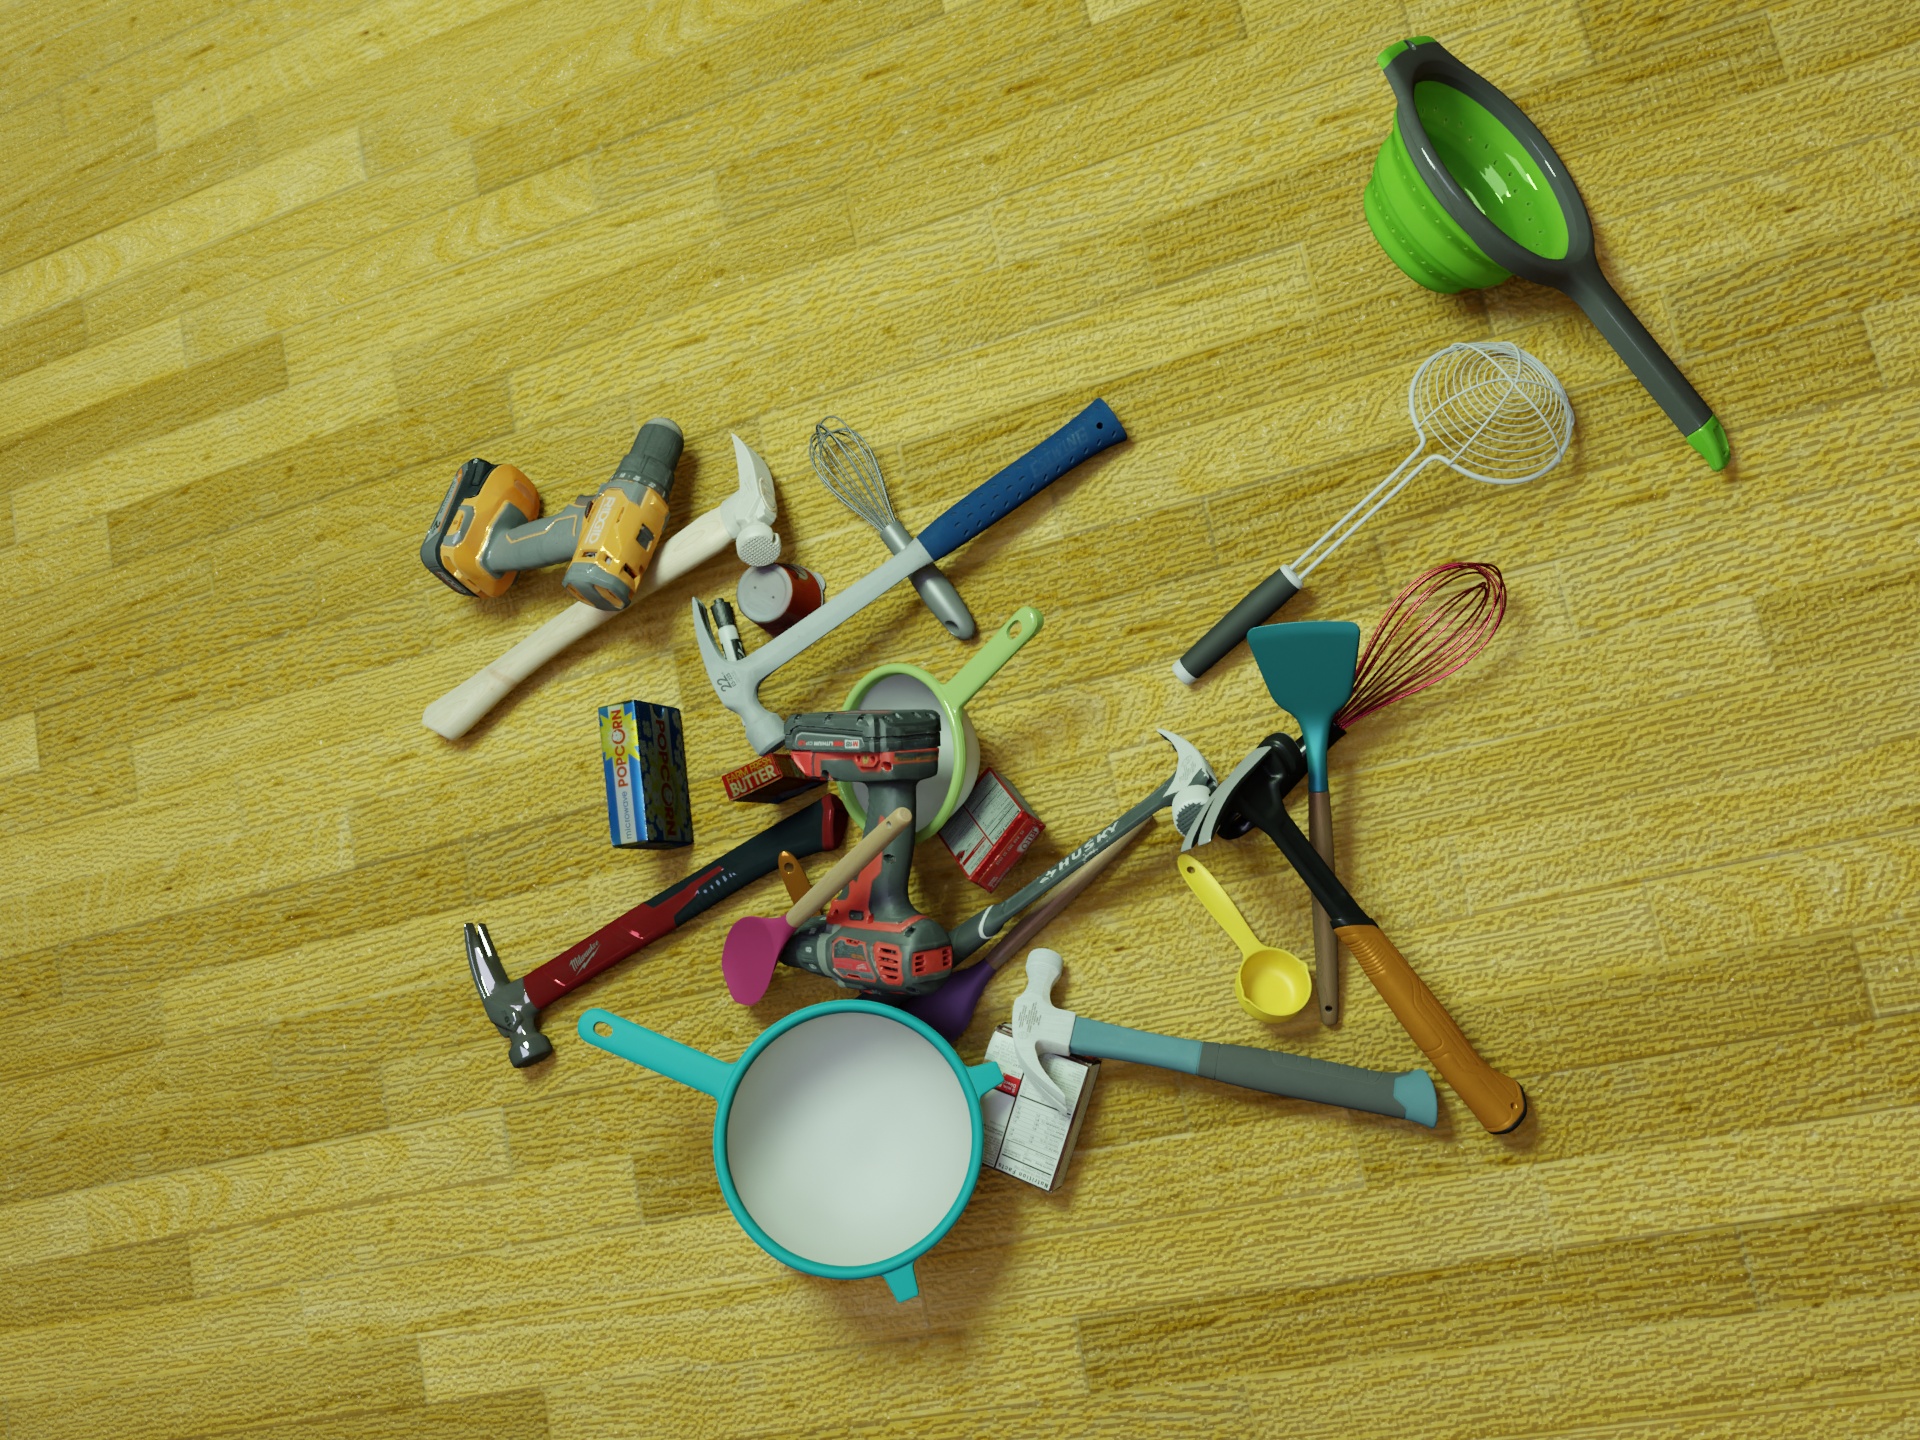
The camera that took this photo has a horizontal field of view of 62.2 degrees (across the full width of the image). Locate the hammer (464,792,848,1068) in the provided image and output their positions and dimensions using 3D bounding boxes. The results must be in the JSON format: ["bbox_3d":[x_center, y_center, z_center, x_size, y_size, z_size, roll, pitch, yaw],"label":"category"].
[{"bbox_3d":[-0.271,0.158,1.416,0.386,0.038,0.143,-31,74,13],"label":"hammer"}]

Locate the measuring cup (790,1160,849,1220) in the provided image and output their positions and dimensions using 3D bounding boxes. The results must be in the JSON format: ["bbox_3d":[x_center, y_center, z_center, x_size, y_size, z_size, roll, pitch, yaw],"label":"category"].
[{"bbox_3d":[-0.144,0.372,1.342,0.095,0.052,0.174,-24,79,15],"label":"measuring cup"}]

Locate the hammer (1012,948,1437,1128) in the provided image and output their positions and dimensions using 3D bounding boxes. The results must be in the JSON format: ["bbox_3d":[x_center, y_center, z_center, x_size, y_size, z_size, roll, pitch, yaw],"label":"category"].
[{"bbox_3d":[0.200,0.263,1.233,0.331,0.033,0.128,8,53,14],"label":"hammer"}]

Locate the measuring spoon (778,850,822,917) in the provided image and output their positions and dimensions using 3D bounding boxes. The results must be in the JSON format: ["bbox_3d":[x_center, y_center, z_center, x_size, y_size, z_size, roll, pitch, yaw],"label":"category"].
[{"bbox_3d":[-0.130,0.166,1.362,0.021,0.011,0.117,-21,98,8],"label":"measuring spoon"}]

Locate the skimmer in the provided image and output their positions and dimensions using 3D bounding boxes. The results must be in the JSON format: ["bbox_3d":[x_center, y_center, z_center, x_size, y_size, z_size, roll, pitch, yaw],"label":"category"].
[{"bbox_3d":[0.316,-0.153,1.260,0.363,0.090,0.127,-43,73,20],"label":"skimmer"}]

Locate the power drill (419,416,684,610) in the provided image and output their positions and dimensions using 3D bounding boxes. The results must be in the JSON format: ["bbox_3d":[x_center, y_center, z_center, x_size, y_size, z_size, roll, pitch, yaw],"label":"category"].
[{"bbox_3d":[-0.359,-0.192,1.436,0.226,0.084,0.185,4,64,29],"label":"power drill"}]

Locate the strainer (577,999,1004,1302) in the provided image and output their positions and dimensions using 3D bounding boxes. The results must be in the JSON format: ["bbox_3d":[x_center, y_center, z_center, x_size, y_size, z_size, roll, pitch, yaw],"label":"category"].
[{"bbox_3d":[-0.146,0.311,1.285,0.340,0.095,0.211,22,76,7],"label":"strainer"}]

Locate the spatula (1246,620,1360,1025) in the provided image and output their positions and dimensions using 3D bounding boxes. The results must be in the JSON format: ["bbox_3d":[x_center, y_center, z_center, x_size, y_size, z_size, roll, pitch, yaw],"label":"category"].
[{"bbox_3d":[0.270,0.081,1.207,0.082,0.044,0.317,-3,98,17],"label":"spatula"}]

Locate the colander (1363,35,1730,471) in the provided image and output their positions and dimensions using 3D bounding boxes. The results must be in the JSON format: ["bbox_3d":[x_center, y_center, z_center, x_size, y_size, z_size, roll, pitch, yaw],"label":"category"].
[{"bbox_3d":[0.426,-0.330,1.207,0.397,0.204,0.094,52,136,1],"label":"colander"}]

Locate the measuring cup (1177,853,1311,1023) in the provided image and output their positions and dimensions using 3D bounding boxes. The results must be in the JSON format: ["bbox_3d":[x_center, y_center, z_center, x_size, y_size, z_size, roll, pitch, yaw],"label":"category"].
[{"bbox_3d":[0.217,0.172,1.259,0.062,0.029,0.157,-23,59,-20],"label":"measuring cup"}]

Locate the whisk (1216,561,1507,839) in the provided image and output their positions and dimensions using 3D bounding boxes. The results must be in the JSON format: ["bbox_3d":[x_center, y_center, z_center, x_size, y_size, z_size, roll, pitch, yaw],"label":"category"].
[{"bbox_3d":[0.305,-0.012,1.234,0.296,0.073,0.073,-46,73,14],"label":"whisk"}]

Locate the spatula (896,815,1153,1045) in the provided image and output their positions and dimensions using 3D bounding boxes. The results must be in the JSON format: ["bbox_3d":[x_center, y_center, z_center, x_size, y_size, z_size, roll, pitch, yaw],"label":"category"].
[{"bbox_3d":[0.042,0.183,1.320,0.316,0.018,0.060,-45,72,10],"label":"spatula"}]

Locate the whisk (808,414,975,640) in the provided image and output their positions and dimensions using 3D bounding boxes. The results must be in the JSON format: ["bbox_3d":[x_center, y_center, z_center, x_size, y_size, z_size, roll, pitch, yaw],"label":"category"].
[{"bbox_3d":[-0.058,-0.166,1.377,0.055,0.055,0.239,-38,79,11],"label":"whisk"}]

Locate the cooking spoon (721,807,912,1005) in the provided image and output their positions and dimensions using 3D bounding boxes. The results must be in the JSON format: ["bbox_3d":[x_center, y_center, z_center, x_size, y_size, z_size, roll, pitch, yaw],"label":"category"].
[{"bbox_3d":[-0.120,0.147,1.257,0.318,0.017,0.069,-45,60,45],"label":"cooking spoon"}]

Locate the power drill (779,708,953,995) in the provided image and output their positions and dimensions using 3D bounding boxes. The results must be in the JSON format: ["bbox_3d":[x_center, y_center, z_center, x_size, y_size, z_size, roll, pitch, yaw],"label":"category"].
[{"bbox_3d":[-0.090,0.106,1.287,0.188,0.080,0.227,0,93,43],"label":"power drill"}]

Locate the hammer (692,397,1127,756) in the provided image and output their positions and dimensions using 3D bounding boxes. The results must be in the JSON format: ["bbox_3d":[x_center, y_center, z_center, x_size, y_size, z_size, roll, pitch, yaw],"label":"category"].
[{"bbox_3d":[-0.042,-0.142,1.335,0.405,0.035,0.144,-35,84,2],"label":"hammer"}]

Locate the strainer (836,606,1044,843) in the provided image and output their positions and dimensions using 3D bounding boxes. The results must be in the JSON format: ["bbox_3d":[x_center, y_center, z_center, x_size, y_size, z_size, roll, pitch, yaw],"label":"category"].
[{"bbox_3d":[-0.002,-0.004,1.301,0.256,0.069,0.152,-46,61,31],"label":"strainer"}]

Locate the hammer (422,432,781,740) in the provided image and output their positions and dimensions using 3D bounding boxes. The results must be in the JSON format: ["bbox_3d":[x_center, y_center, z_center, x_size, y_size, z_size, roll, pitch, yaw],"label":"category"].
[{"bbox_3d":[-0.336,-0.106,1.453,0.410,0.038,0.146,-31,48,19],"label":"hammer"}]

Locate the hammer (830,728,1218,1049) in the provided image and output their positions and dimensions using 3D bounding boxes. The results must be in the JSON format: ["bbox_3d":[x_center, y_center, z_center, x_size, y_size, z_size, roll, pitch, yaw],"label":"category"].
[{"bbox_3d":[0.039,0.148,1.287,0.409,0.149,0.036,-38,108,20],"label":"hammer"}]

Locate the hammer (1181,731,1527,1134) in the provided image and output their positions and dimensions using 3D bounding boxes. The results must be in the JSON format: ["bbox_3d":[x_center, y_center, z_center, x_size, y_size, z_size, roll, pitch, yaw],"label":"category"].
[{"bbox_3d":[0.298,0.172,1.159,0.337,0.127,0.034,51,145,-5],"label":"hammer"}]
